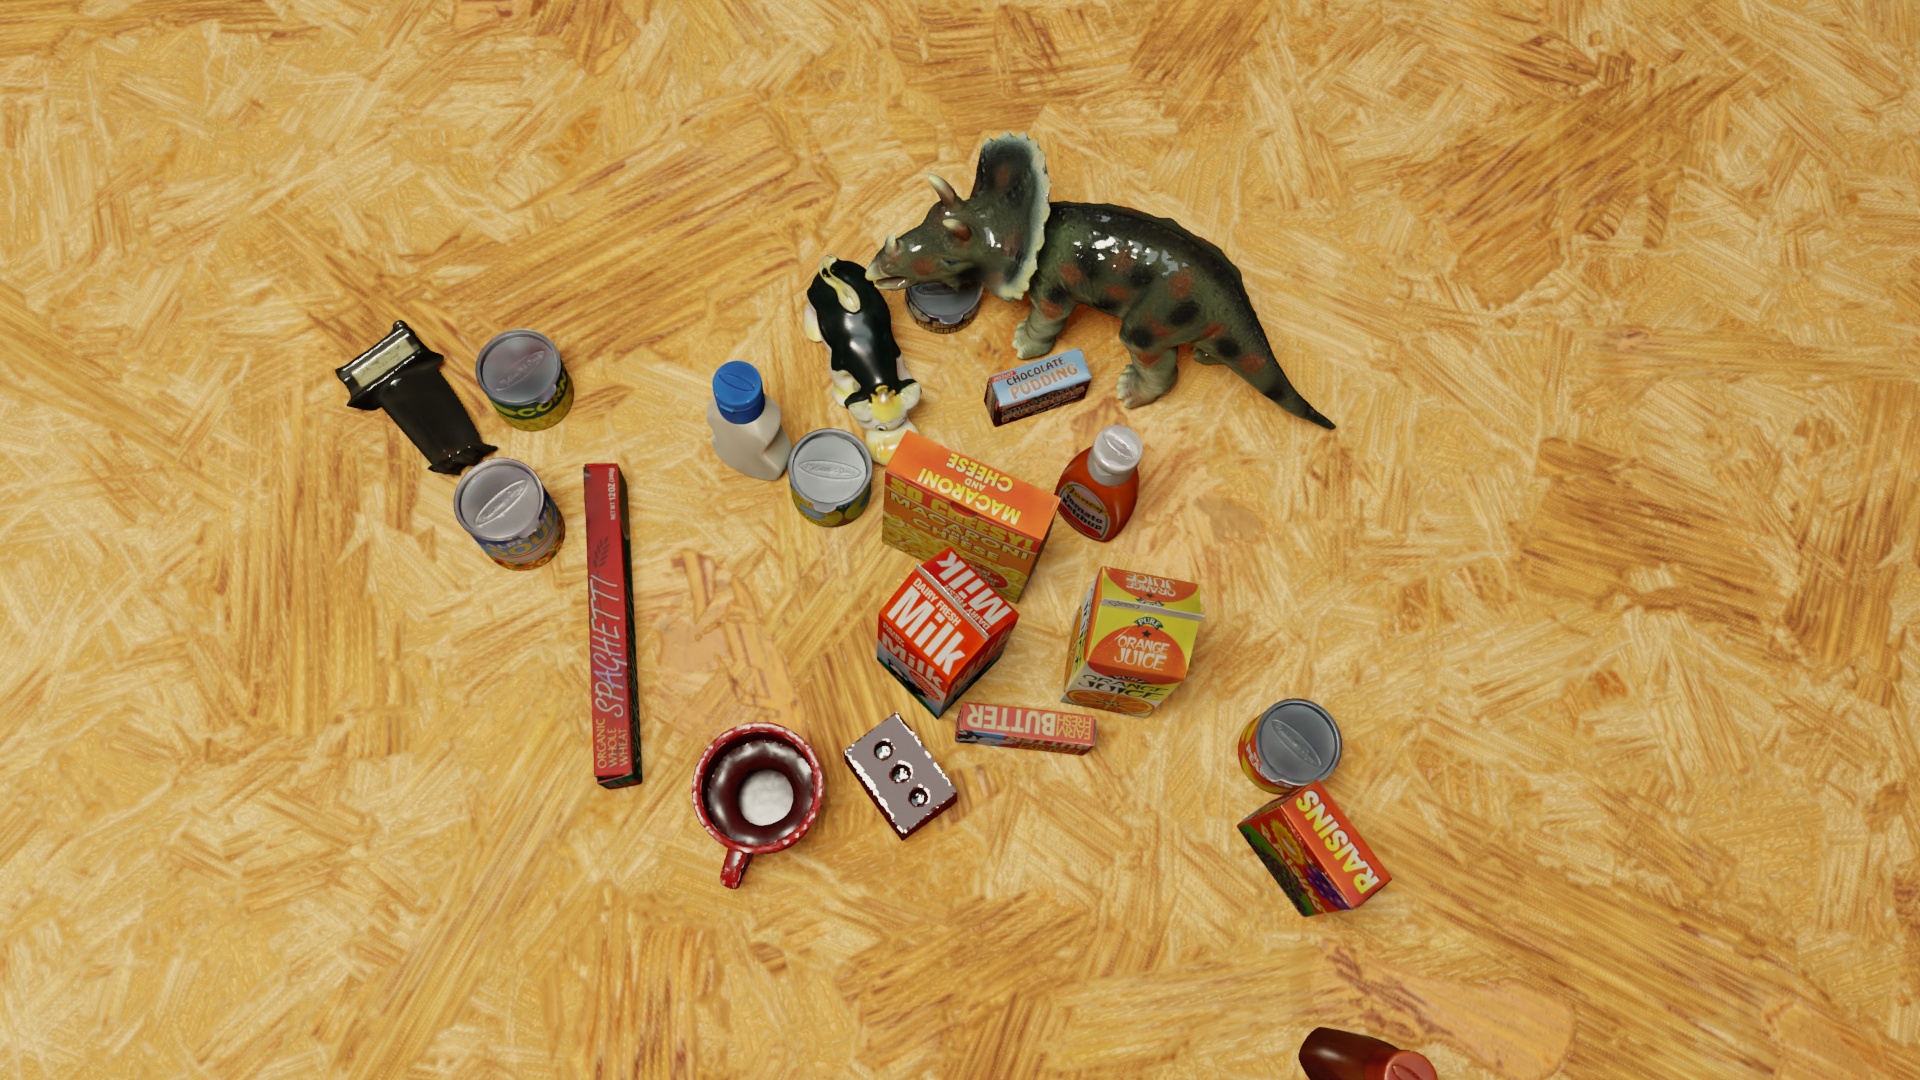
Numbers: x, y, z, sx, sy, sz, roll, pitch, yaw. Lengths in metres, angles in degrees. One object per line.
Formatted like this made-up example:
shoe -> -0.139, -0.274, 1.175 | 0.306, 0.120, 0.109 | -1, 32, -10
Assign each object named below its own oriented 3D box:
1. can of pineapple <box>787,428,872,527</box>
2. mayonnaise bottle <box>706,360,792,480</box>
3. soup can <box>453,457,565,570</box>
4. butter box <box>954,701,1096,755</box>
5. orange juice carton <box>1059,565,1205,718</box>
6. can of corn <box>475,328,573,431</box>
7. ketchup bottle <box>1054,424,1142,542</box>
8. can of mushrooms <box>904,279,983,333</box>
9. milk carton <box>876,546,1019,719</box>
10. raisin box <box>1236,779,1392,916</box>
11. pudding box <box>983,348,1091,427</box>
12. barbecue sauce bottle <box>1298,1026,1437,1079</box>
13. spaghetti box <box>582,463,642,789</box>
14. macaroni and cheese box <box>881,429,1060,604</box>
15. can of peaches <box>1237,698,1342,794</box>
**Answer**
can of pineapple -> -0.105, -0.048, 1.112 | 0.071, 0.057, 0.071 | 1, 72, -3
mayonnaise bottle -> -0.166, -0.093, 1.075 | 0.065, 0.147, 0.041 | 23, 72, 4
soup can -> -0.345, -0.016, 1.072 | 0.071, 0.083, 0.071 | 1, 72, -3
butter box -> 0.049, 0.144, 1.062 | 0.103, 0.053, 0.024 | 6, 72, -2
orange juice carton -> 0.124, 0.073, 1.017 | 0.072, 0.192, 0.073 | 11, 72, 0
can of corn -> -0.349, -0.127, 1.121 | 0.071, 0.058, 0.071 | 1, 72, -3
ketchup bottle -> 0.111, -0.047, 1.078 | 0.065, 0.148, 0.043 | 39, 74, 9
can of mushrooms -> -0.014, -0.210, 1.184 | 0.071, 0.033, 0.071 | 1, 72, -3
milk carton -> -0.011, 0.066, 1.011 | 0.072, 0.190, 0.073 | 44, 75, 10
raisin box -> 0.254, 0.226, 1.012 | 0.040, 0.123, 0.086 | -32, 77, -13
pudding box -> 0.064, -0.127, 1.154 | 0.084, 0.049, 0.030 | -18, 74, -9
barbecue sauce bottle -> 0.282, 0.366, 0.954 | 0.065, 0.148, 0.044 | 39, 74, 9
spaghetti box -> -0.268, 0.064, 1.068 | 0.029, 0.050, 0.250 | -5, 72, -5
macaroni and cheese box -> 0.004, -0.013, 1.051 | 0.124, 0.166, 0.040 | 24, 72, 4
can of peaches -> 0.250, 0.161, 1.067 | 0.071, 0.058, 0.071 | 1, 72, -3
